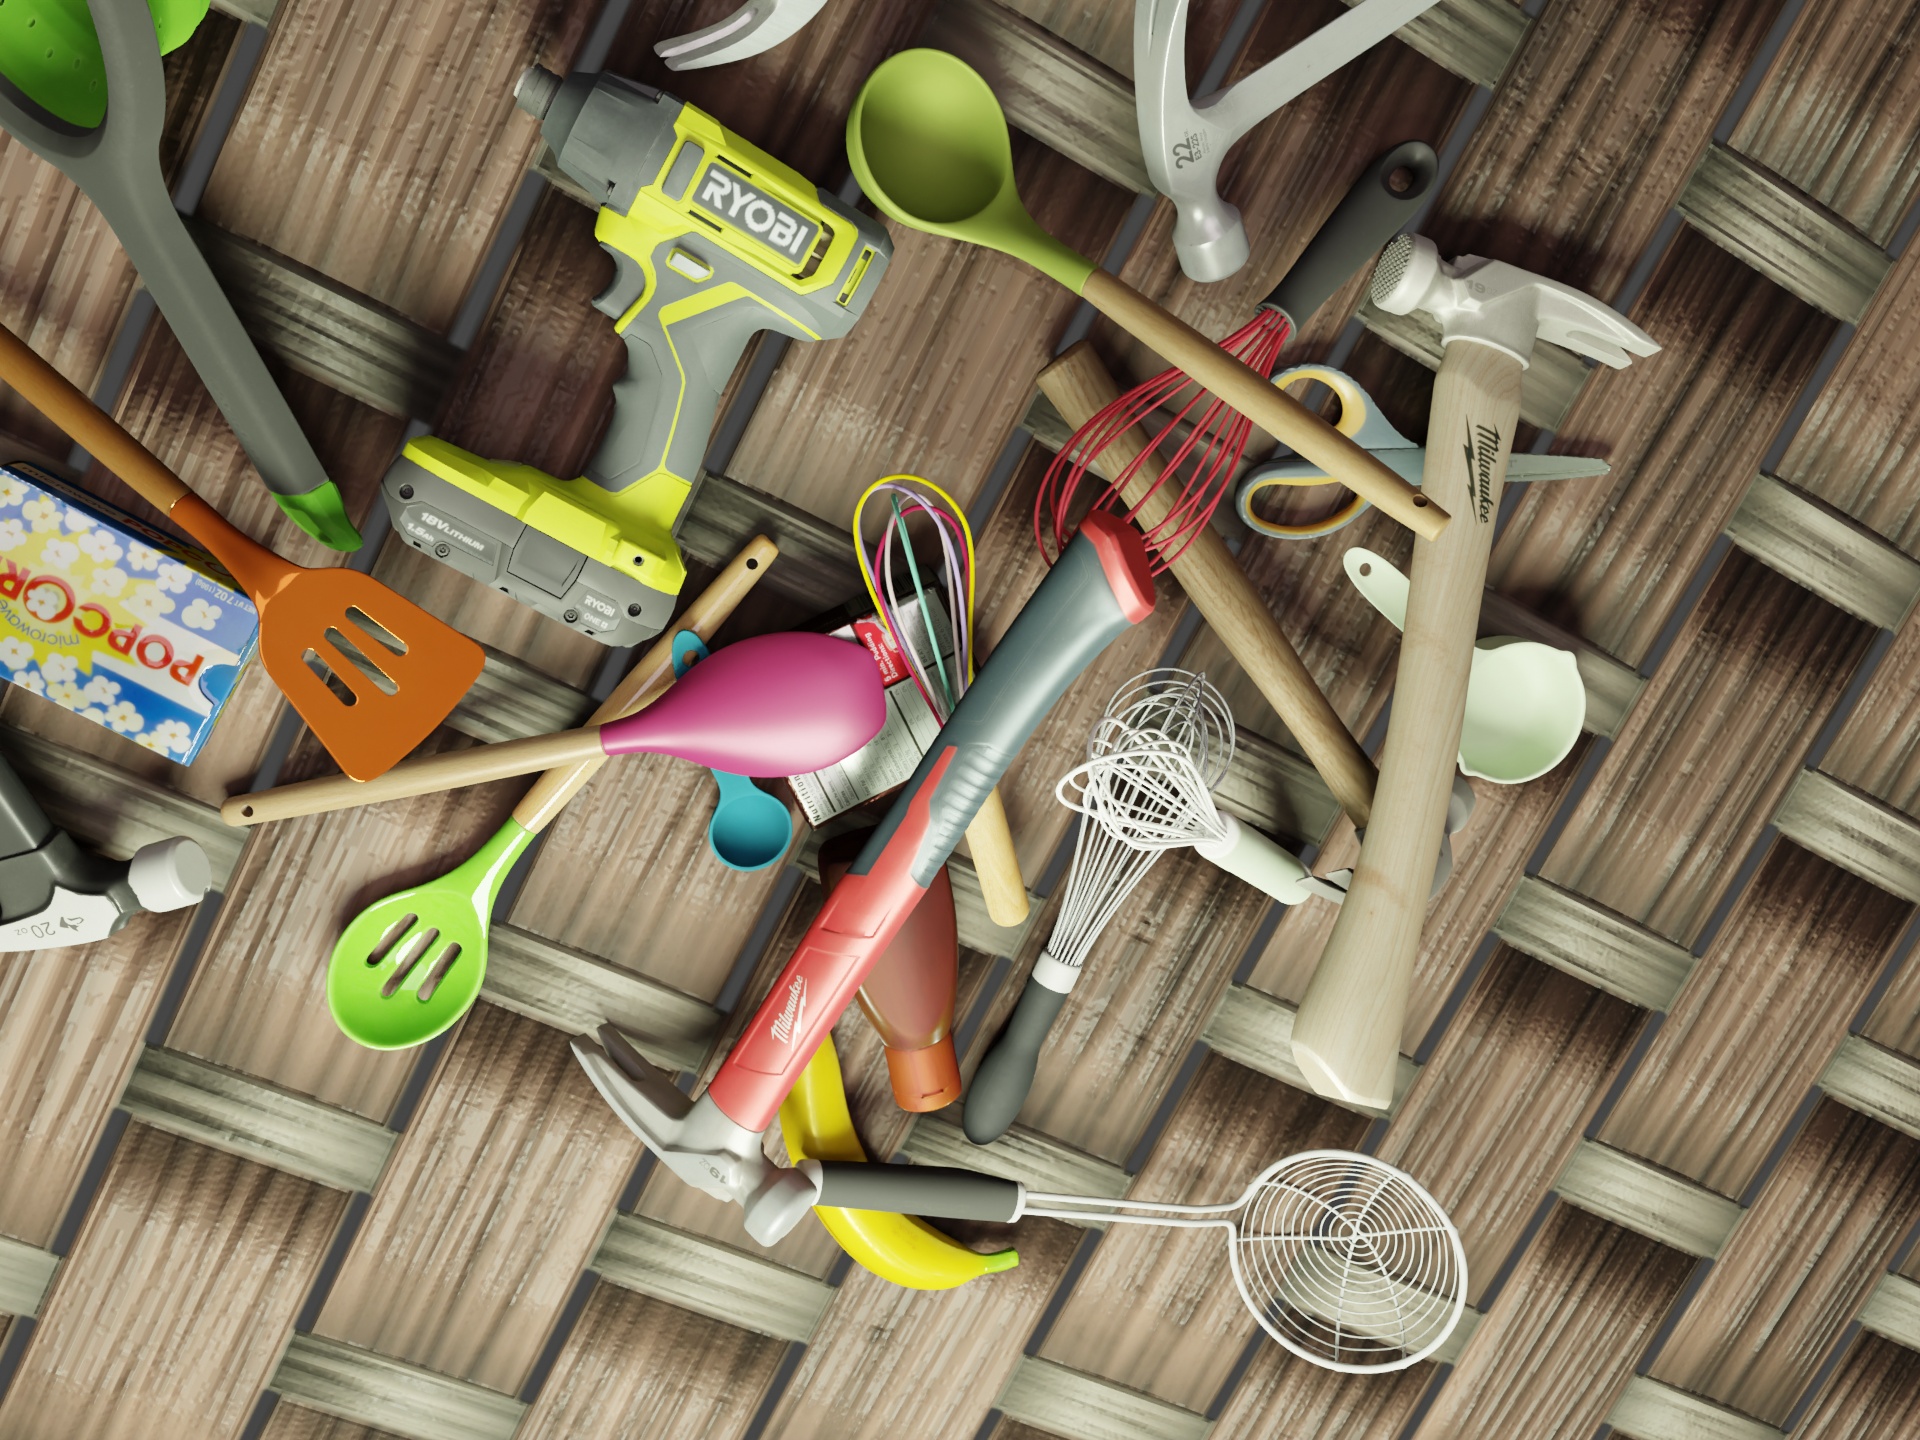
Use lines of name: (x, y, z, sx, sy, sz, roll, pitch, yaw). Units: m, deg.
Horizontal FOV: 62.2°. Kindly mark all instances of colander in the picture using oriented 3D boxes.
colander: (-0.320, -0.256, 0.641, 0.094, 0.205, 0.396, -44, 129, -32)

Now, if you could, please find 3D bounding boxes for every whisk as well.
whisk: (0.119, 0.053, 0.764, 0.059, 0.058, 0.246, -23, 151, 24)
whisk: (0.001, -0.002, 0.747, 0.047, 0.051, 0.244, -21, 119, -10)
whisk: (0.064, 0.101, 0.825, 0.070, 0.070, 0.284, 20, 105, -14)
whisk: (0.134, -0.170, 0.732, 0.073, 0.073, 0.296, 46, 73, -17)

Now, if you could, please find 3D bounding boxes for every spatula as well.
spatula: (-0.352, -0.106, 0.685, 0.322, 0.041, 0.081, 41, 76, -3)

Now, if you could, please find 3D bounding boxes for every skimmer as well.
skimmer: (0.093, 0.274, 0.836, 0.363, 0.090, 0.127, 12, 104, -20)

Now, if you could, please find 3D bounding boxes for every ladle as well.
ladle: (0.077, -0.180, 0.677, 0.320, 0.062, 0.078, 40, 71, 16)

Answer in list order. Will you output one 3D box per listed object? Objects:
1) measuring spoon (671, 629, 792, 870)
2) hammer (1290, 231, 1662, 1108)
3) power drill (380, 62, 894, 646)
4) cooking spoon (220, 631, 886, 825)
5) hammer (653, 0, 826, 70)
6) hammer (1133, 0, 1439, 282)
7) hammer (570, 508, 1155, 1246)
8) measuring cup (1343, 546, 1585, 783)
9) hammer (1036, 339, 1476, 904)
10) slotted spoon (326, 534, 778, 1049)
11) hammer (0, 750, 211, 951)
measuring spoon: (-0.117, 0.013, 0.781, 0.042, 0.021, 0.128, -20, 110, -11)
hammer: (0.233, -0.022, 0.756, 0.146, 0.038, 0.411, 16, 80, -13)
power drill: (-0.155, -0.162, 0.707, 0.171, 0.080, 0.223, 28, 94, -16)
cooking spoon: (-0.192, 0.014, 0.748, 0.319, 0.017, 0.068, -11, 100, 3)
hammer: (-0.187, -0.354, 0.606, 0.330, 0.033, 0.128, 10, 121, -36)
hammer: (0.252, -0.367, 0.725, 0.405, 0.035, 0.143, -34, 135, -4)
hammer: (-0.044, 0.062, 0.726, 0.143, 0.038, 0.386, 39, 111, 15)
measuring cup: (0.253, -0.036, 0.829, 0.167, 0.038, 0.083, 40, 95, -15)
hammer: (0.143, -0.042, 0.787, 0.331, 0.031, 0.130, 53, 46, -11)
slotted spoon: (-0.193, 0.032, 0.774, 0.070, 0.031, 0.314, 40, 93, -14)
hammer: (-0.459, -0.042, 0.661, 0.146, 0.035, 0.334, -14, 117, 7)
